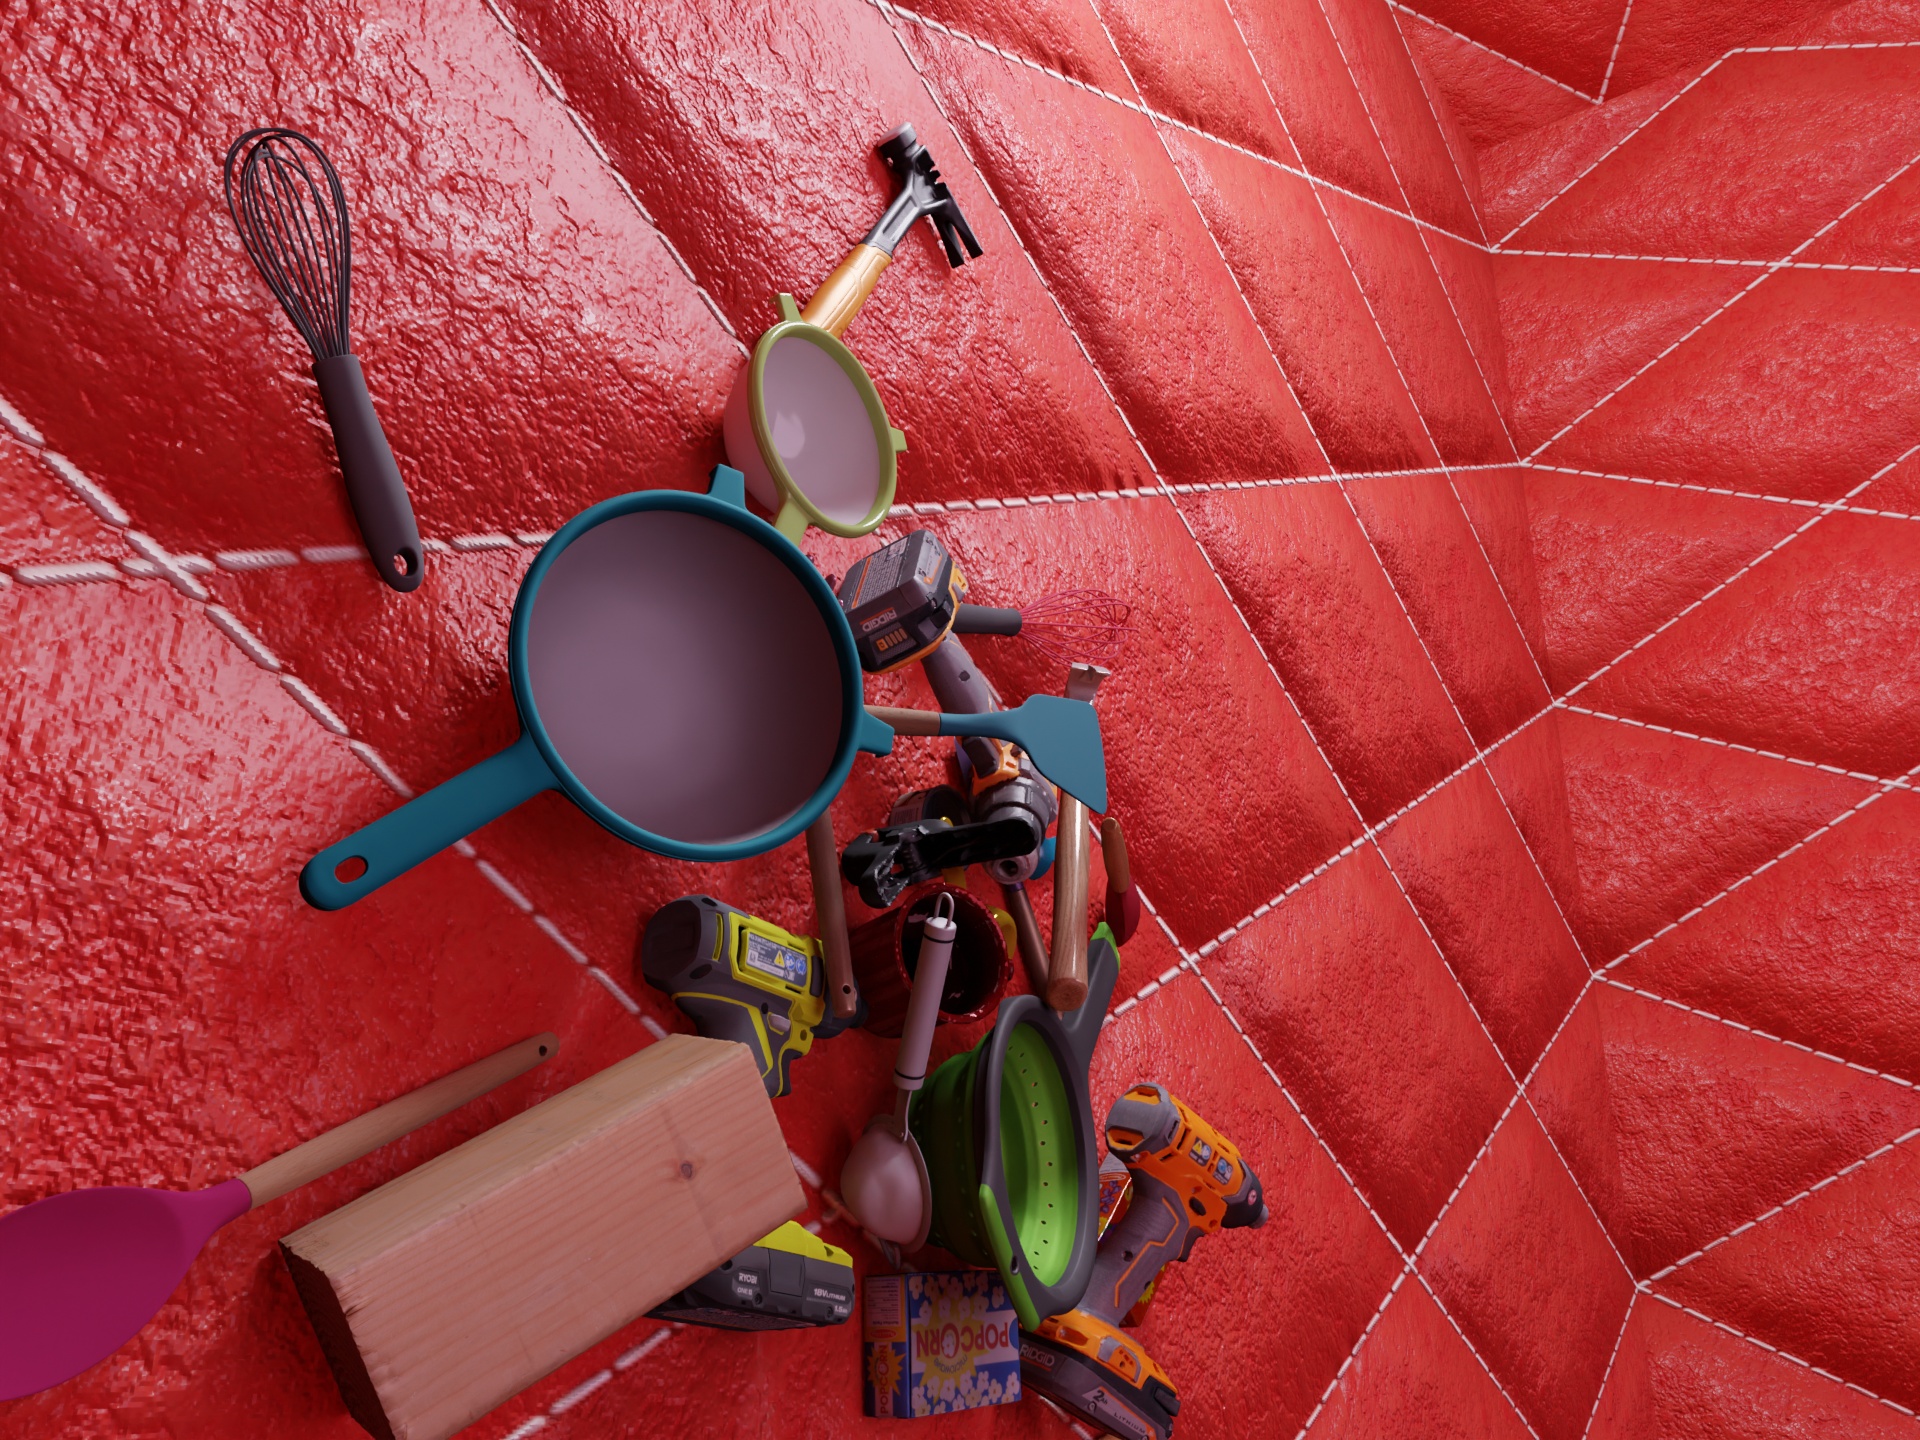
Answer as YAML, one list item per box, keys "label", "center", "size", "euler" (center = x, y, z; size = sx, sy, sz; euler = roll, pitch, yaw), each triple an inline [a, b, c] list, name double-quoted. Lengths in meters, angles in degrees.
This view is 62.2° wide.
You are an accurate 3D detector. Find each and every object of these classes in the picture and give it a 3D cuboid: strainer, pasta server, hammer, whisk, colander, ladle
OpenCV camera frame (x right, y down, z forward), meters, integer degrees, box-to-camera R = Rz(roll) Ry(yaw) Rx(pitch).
- label: "strainer"
  center: [-0.208, 0.012, 0.862]
  size: [0.340, 0.095, 0.211]
  euler: [-34, 97, -37]
- label: "strainer"
  center: [-0.124, -0.148, 1.054]
  size: [0.151, 0.069, 0.257]
  euler: [47, 43, -37]
- label: "pasta server"
  center: [-0.092, 0.033, 1.006]
  size: [0.060, 0.040, 0.316]
  euler: [4, 58, -25]
- label: "hammer"
  center: [0.085, 0.077, 1.194]
  size: [0.332, 0.031, 0.130]
  euler: [-83, -178, -49]
- label: "hammer"
  center: [-0.073, -0.346, 1.241]
  size: [0.127, 0.034, 0.337]
  euler: [56, 38, -26]
- label: "whisk"
  center: [-0.314, -0.181, 0.805]
  size: [0.055, 0.055, 0.239]
  euler: [-28, 106, -57]
- label: "strainer"
  center: [-0.036, 0.226, 0.979]
  size: [0.050, 0.087, 0.258]
  euler: [3, 105, -36]
- label: "colander"
  center: [0.039, 0.259, 1.134]
  size: [0.397, 0.094, 0.204]
  euler: [-57, 132, -62]
- label: "whisk"
  center: [0.053, -0.080, 1.309]
  size: [0.295, 0.073, 0.073]
  euler: [0, 78, -52]
- label: "ladle"
  center: [0.120, 0.119, 1.222]
  size: [0.315, 0.031, 0.069]
  euler: [68, 17, -70]

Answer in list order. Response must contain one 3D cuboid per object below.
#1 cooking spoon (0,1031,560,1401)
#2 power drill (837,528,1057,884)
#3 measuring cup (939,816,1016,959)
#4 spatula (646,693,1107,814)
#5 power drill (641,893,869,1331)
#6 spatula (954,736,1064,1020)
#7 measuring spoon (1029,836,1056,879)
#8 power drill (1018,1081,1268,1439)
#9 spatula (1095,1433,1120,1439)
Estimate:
- label: "cooking spoon"
  center: [-0.297, 0.200, 0.706]
  size: [0.319, 0.017, 0.069]
  euler: [-20, 93, -57]
- label: "power drill"
  center: [-0.002, -0.004, 1.128]
  size: [0.226, 0.084, 0.185]
  euler: [57, 18, -22]
- label: "measuring cup"
  center: [0.010, 0.128, 1.138]
  size: [0.062, 0.029, 0.156]
  euler: [-51, 143, -35]
- label: "spatula"
  center: [-0.043, 0.007, 1.019]
  size: [0.317, 0.044, 0.082]
  euler: [5, 65, -19]
- label: "power drill"
  center: [-0.114, 0.229, 0.920]
  size: [0.171, 0.080, 0.223]
  euler: [34, 48, -46]
- label: "spatula"
  center: [0.052, 0.157, 1.250]
  size: [0.060, 0.018, 0.316]
  euler: [-22, 95, -61]
- label: "measuring spoon"
  center: [0.080, 0.104, 1.296]
  size: [0.128, 0.021, 0.042]
  euler: [0, 75, -64]
- label: "power drill"
  center: [0.143, 0.403, 1.164]
  size: [0.164, 0.084, 0.226]
  euler: [41, 64, -27]
- label: "spatula"
  center: [0.068, 0.534, 1.110]
  size: [0.322, 0.041, 0.081]
  euler: [9, 70, -56]
